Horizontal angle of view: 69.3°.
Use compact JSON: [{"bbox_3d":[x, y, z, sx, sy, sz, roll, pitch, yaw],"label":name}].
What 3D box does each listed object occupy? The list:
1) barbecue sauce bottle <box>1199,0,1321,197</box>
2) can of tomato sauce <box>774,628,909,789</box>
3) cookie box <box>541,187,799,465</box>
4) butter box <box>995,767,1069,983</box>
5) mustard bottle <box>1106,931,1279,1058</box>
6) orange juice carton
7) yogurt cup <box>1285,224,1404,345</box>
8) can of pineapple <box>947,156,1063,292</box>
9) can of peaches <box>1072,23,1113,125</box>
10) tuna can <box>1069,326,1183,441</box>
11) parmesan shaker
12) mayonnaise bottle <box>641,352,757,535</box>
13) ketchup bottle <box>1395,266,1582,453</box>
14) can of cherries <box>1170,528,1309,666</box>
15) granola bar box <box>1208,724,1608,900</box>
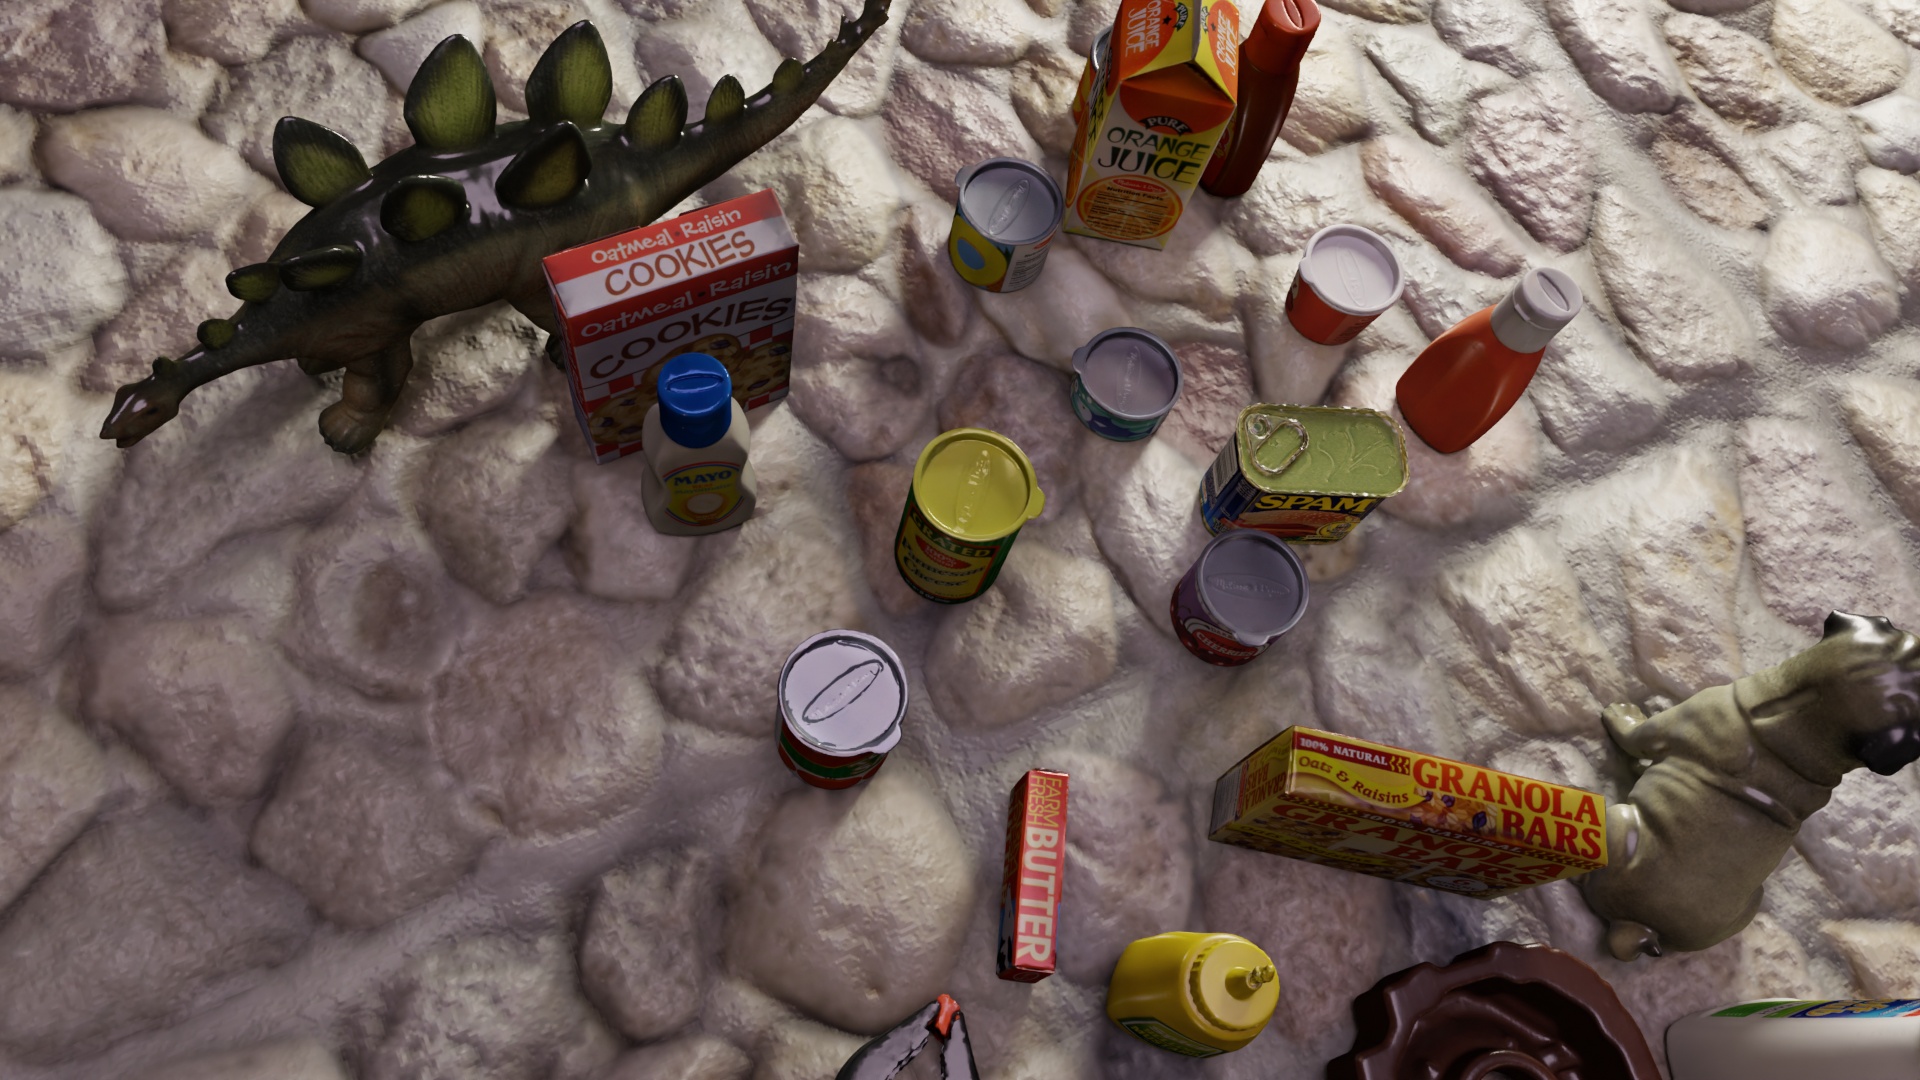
[{"bbox_3d":[0.190,-0.291,0.901,0.044,0.148,0.065,-9,69,-13],"label":"barbecue sauce bottle"},{"bbox_3d":[-0.063,0.092,0.733,0.071,0.082,0.071,3,67,-8],"label":"can of tomato sauce"},{"bbox_3d":[-0.154,-0.113,0.759,0.123,0.166,0.040,-23,73,-17],"label":"cookie box"},{"bbox_3d":[0.038,0.176,0.730,0.024,0.053,0.104,9,66,-6],"label":"butter box"},{"bbox_3d":[0.116,0.217,0.667,0.065,0.159,0.049,23,66,1],"label":"mustard bottle"},{"bbox_3d":[0.120,-0.267,0.856,0.073,0.192,0.072,9,67,-5],"label":"orange juice carton"},{"bbox_3d":[0.248,-0.164,0.909,0.072,0.053,0.072,3,67,-8],"label":"yogurt cup"},{"bbox_3d":[0.026,-0.202,0.887,0.071,0.057,0.071,3,67,-8],"label":"can of pineapple"},{"bbox_3d":[0.115,-0.310,0.947,0.071,0.057,0.071,3,67,-8],"label":"can of peaches"},{"bbox_3d":[0.101,-0.098,0.868,0.071,0.032,0.071,3,67,-8],"label":"tuna can"},{"bbox_3d":[0.003,-0.010,0.776,0.071,0.102,0.071,3,67,-8],"label":"parmesan shaker"},{"bbox_3d":[-0.141,-0.049,0.745,0.065,0.147,0.041,-9,69,-13],"label":"mayonnaise bottle"},{"bbox_3d":[0.321,-0.111,0.846,0.044,0.148,0.065,-27,74,-18],"label":"ketchup bottle"},{"bbox_3d":[0.160,0.036,0.807,0.071,0.058,0.072,3,67,-8],"label":"can of cherries"},{"bbox_3d":[0.231,0.147,0.736,0.166,0.123,0.039,13,66,-4],"label":"granola bar box"}]
